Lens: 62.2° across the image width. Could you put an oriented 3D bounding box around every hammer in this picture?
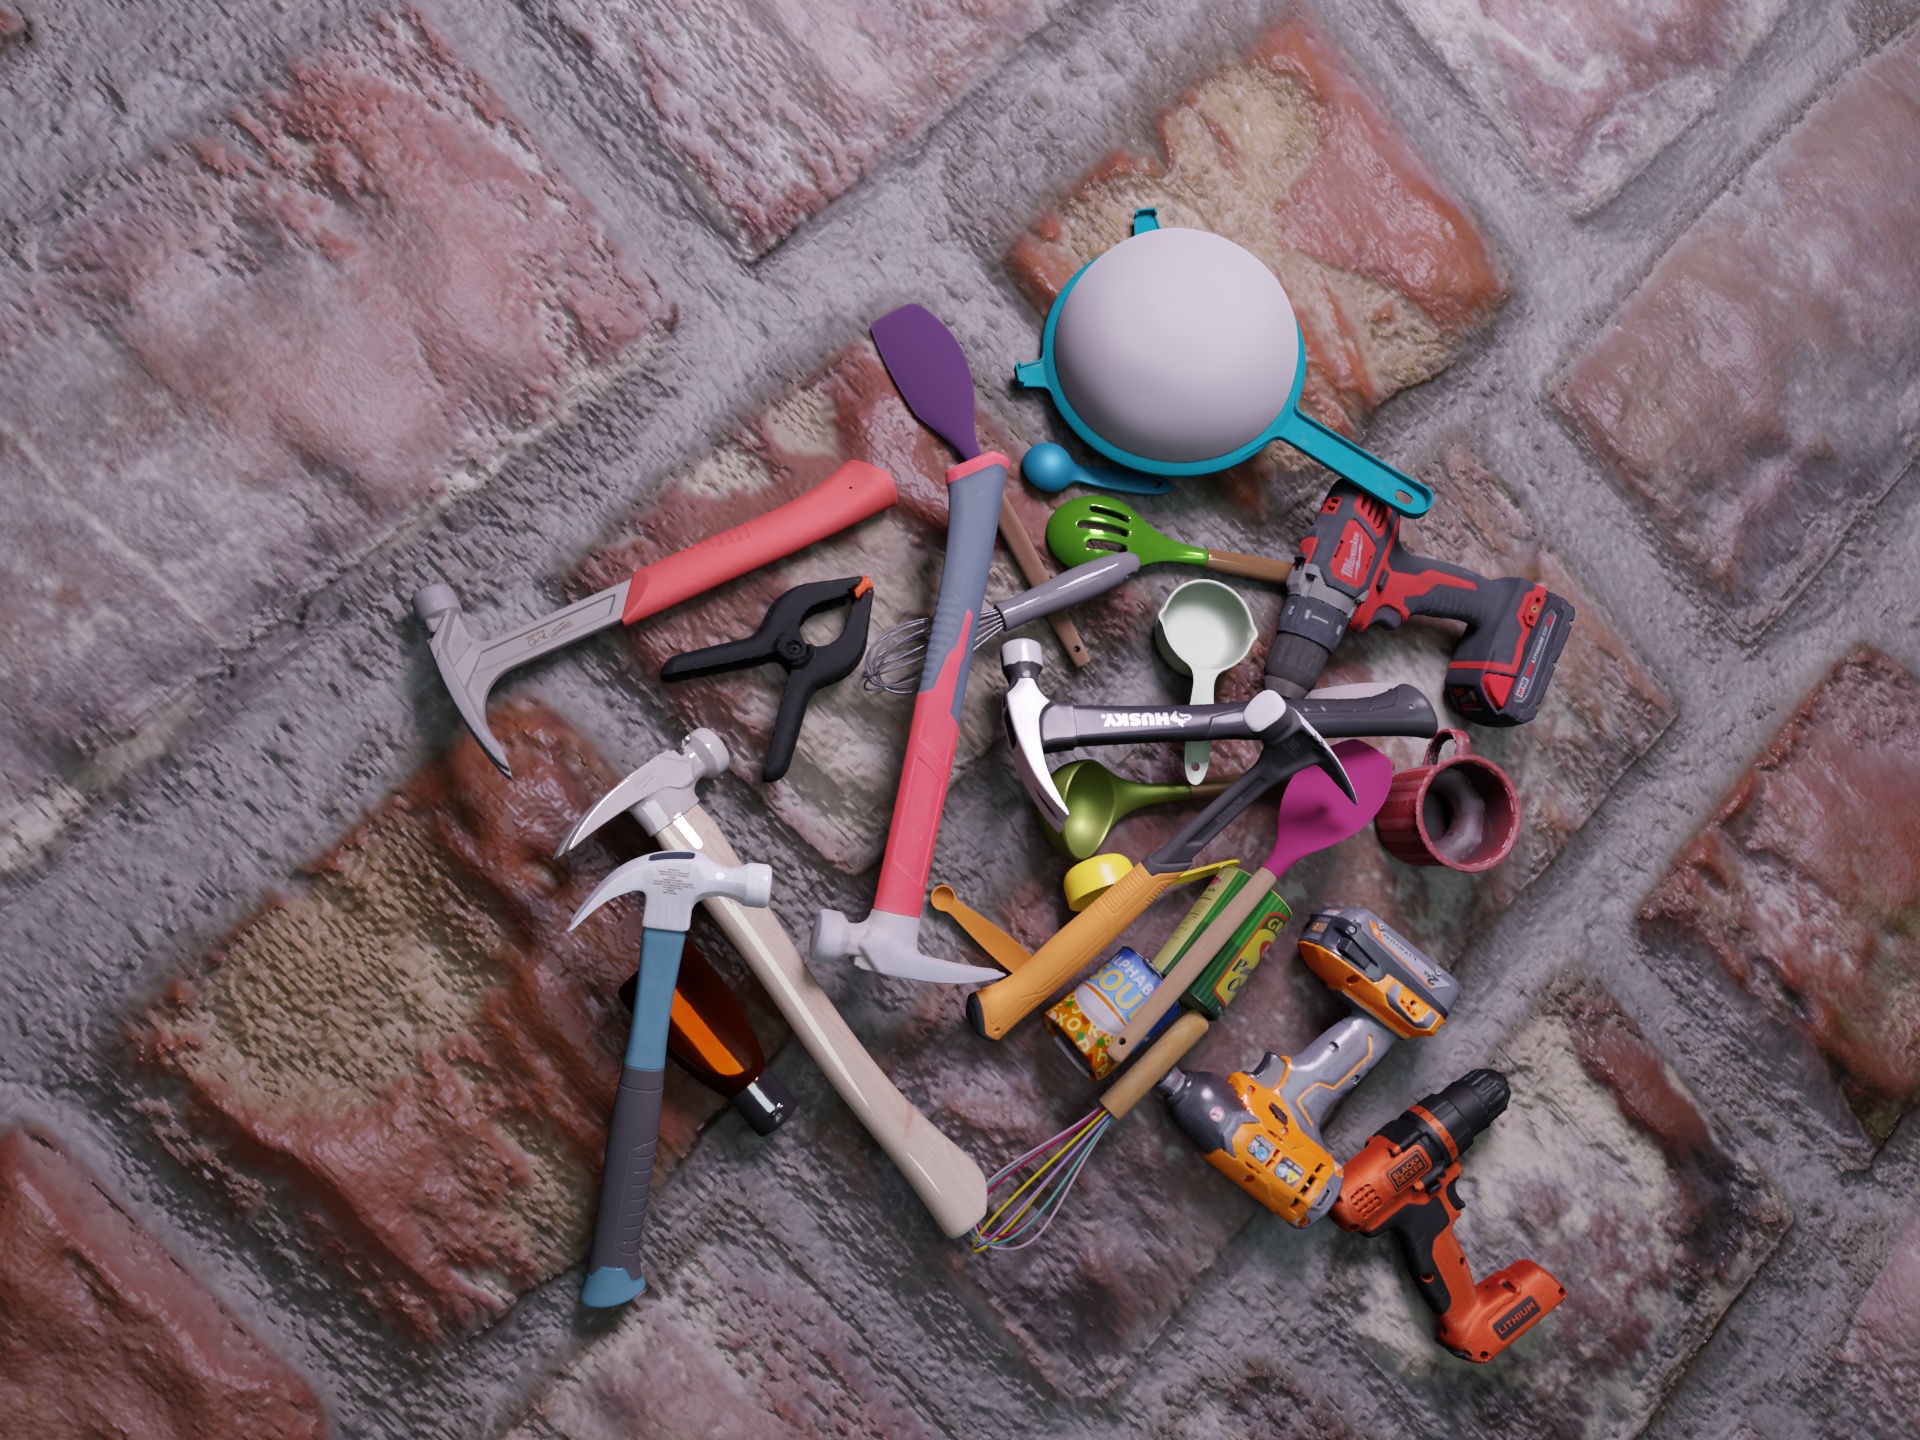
[{"bbox_3d":[-0.119,0.208,1.141,0.146,0.038,0.410,-39,96,-37],"label":"hammer"},{"bbox_3d":[-0.204,-0.096,1.163,0.359,0.036,0.149,-26,77,-17],"label":"hammer"},{"bbox_3d":[-0.002,-0.004,1.161,0.143,0.038,0.386,13,85,-16],"label":"hammer"},{"bbox_3d":[0.200,0.006,1.202,0.334,0.035,0.146,-2,65,-10],"label":"hammer"},{"bbox_3d":[-0.217,0.248,1.088,0.128,0.033,0.331,9,100,-8],"label":"hammer"},{"bbox_3d":[0.139,0.124,1.178,0.337,0.034,0.127,-42,128,9],"label":"hammer"}]

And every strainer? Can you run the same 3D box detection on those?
[{"bbox_3d":[0.223,-0.267,1.222,0.340,0.095,0.211,34,76,10],"label":"strainer"}]

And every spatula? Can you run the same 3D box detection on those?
[{"bbox_3d":[0.025,-0.184,1.250,0.060,0.018,0.316,-28,91,-8],"label":"spatula"}]

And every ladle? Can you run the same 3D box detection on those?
[{"bbox_3d":[0.209,0.055,1.255,0.320,0.062,0.078,-6,103,-18],"label":"ladle"}]

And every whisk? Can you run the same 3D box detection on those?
[{"bbox_3d":[0.032,-0.077,1.218,0.239,0.055,0.055,-24,91,-11],"label":"whisk"},{"bbox_3d":[0.095,0.309,1.195,0.245,0.051,0.047,-44,124,-7],"label":"whisk"}]

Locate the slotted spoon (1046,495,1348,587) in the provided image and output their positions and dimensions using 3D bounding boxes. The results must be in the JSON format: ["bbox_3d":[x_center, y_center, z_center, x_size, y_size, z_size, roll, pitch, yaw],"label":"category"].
[{"bbox_3d":[0.222,-0.129,1.291,0.313,0.031,0.070,9,73,-15],"label":"slotted spoon"}]

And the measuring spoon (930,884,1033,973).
[{"bbox_3d":[0.022,0.166,1.221,0.117,0.011,0.021,41,76,-11],"label":"measuring spoon"}]

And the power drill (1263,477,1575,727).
[{"bbox_3d":[0.361,-0.069,1.284,0.226,0.080,0.188,25,85,-14],"label":"power drill"}]

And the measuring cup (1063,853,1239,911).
[{"bbox_3d":[0.150,0.116,1.243,0.156,0.062,0.029,-9,66,-27],"label":"measuring cup"}]

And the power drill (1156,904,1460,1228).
[{"bbox_3d":[0.265,0.256,1.238,0.164,0.084,0.226,38,80,-6],"label":"power drill"}]

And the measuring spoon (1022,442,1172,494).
[{"bbox_3d":[0.113,-0.199,1.269,0.128,0.021,0.042,6,65,-16],"label":"measuring spoon"}]

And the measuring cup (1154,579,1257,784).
[{"bbox_3d":[0.186,-0.028,1.256,0.083,0.038,0.168,10,75,-10],"label":"measuring cup"}]

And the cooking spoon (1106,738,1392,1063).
[{"bbox_3d":[0.215,0.134,1.195,0.069,0.017,0.319,36,73,27],"label":"cooking spoon"}]

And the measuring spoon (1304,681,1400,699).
[{"bbox_3d":[0.314,-0.020,1.308,0.124,0.018,0.034,-4,85,-15],"label":"measuring spoon"}]
